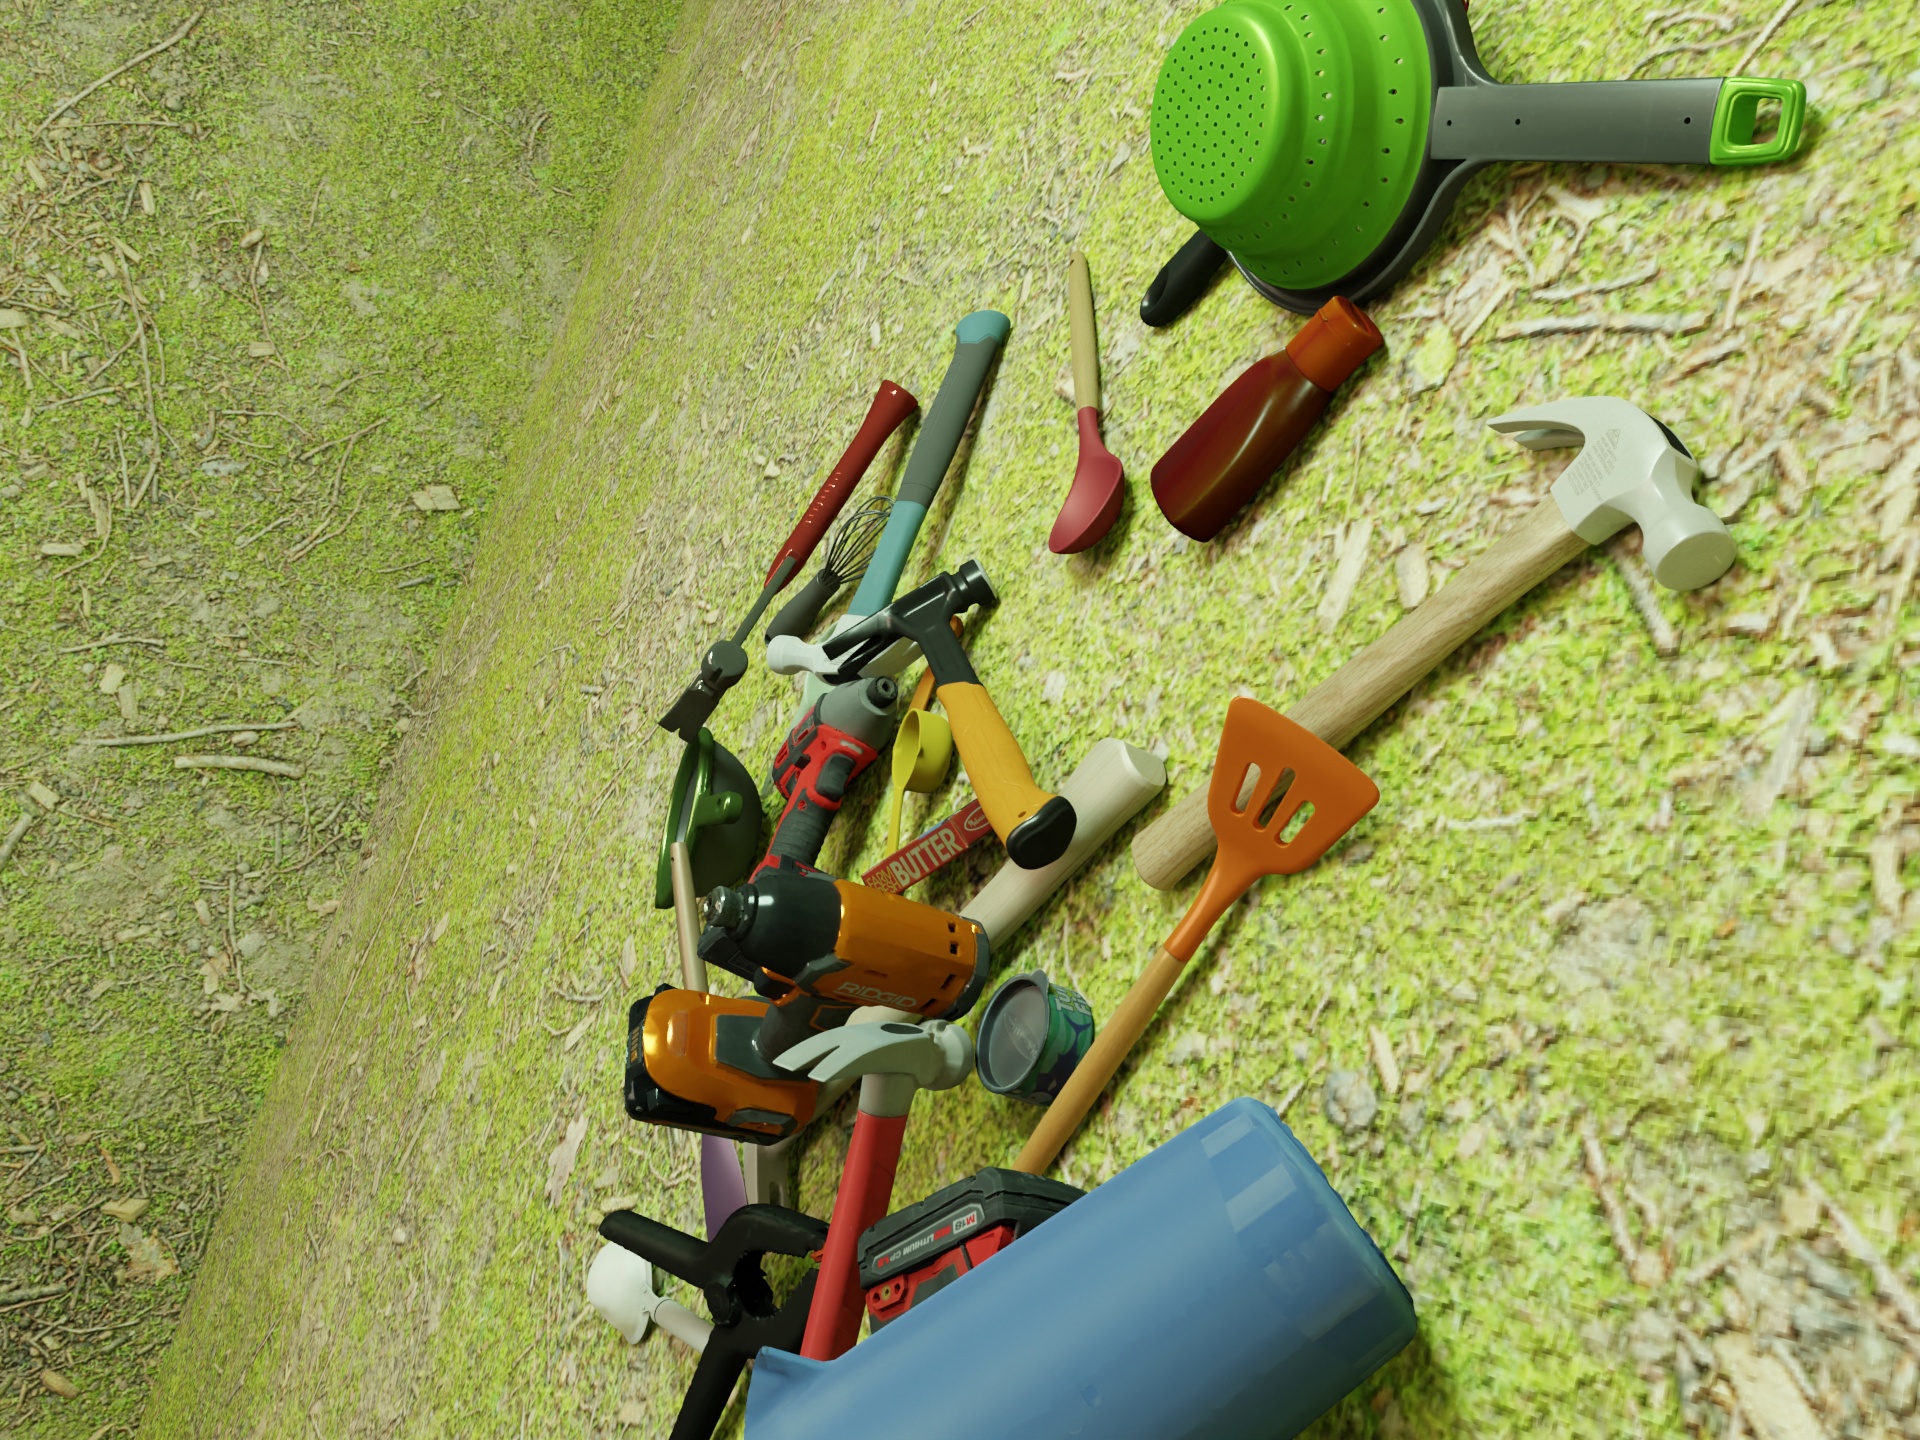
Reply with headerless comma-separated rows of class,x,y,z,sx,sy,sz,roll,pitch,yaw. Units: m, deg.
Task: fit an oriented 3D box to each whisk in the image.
whisk,0.197,-0.338,0.959,0.295,0.073,0.073,-44,35,47
whisk,-0.109,-0.115,1.335,0.239,0.055,0.055,-39,38,50

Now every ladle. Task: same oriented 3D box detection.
ladle,0.085,-0.228,1.097,0.069,0.031,0.316,-38,37,38

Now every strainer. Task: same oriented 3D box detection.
strainer,-0.182,0.079,1.251,0.256,0.069,0.151,163,118,-69
strainer,-0.212,0.411,1.115,0.258,0.050,0.087,-4,81,56

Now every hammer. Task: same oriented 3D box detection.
hammer,-0.130,-0.142,1.288,0.359,0.036,0.149,-62,11,-30
hammer,-0.034,-0.175,1.217,0.128,0.033,0.331,9,68,31
hammer,-0.016,0.161,0.964,0.410,0.038,0.146,-48,34,31
hammer,-0.002,-0.003,0.985,0.127,0.034,0.337,-30,29,2
hammer,-0.081,0.347,0.819,0.038,0.143,0.386,13,91,31
hammer,0.194,-0.022,0.743,0.331,0.031,0.130,-45,35,35

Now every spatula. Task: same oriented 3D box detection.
spatula,0.091,0.135,0.787,0.081,0.041,0.322,37,110,18
spatula,-0.181,0.236,1.131,0.059,0.018,0.316,-35,58,45

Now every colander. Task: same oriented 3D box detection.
colander,0.213,-0.301,0.797,0.397,0.094,0.204,29,122,53

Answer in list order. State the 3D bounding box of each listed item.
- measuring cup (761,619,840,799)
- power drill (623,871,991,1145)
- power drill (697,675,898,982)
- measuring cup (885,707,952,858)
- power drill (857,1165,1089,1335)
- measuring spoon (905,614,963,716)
measuring cup,-0.109,-0.001,1.255,0.167,0.038,0.083,-61,28,22
power drill,-0.111,0.163,0.920,0.226,0.164,0.084,-43,39,39
power drill,-0.101,0.070,1.117,0.143,0.078,0.220,-44,24,45
measuring cup,-0.032,0.071,1.082,0.062,0.029,0.156,176,102,-71
power drill,0.034,0.323,0.712,0.188,0.080,0.227,-36,43,33
measuring spoon,-0.022,-0.021,1.147,0.021,0.011,0.117,31,100,61
